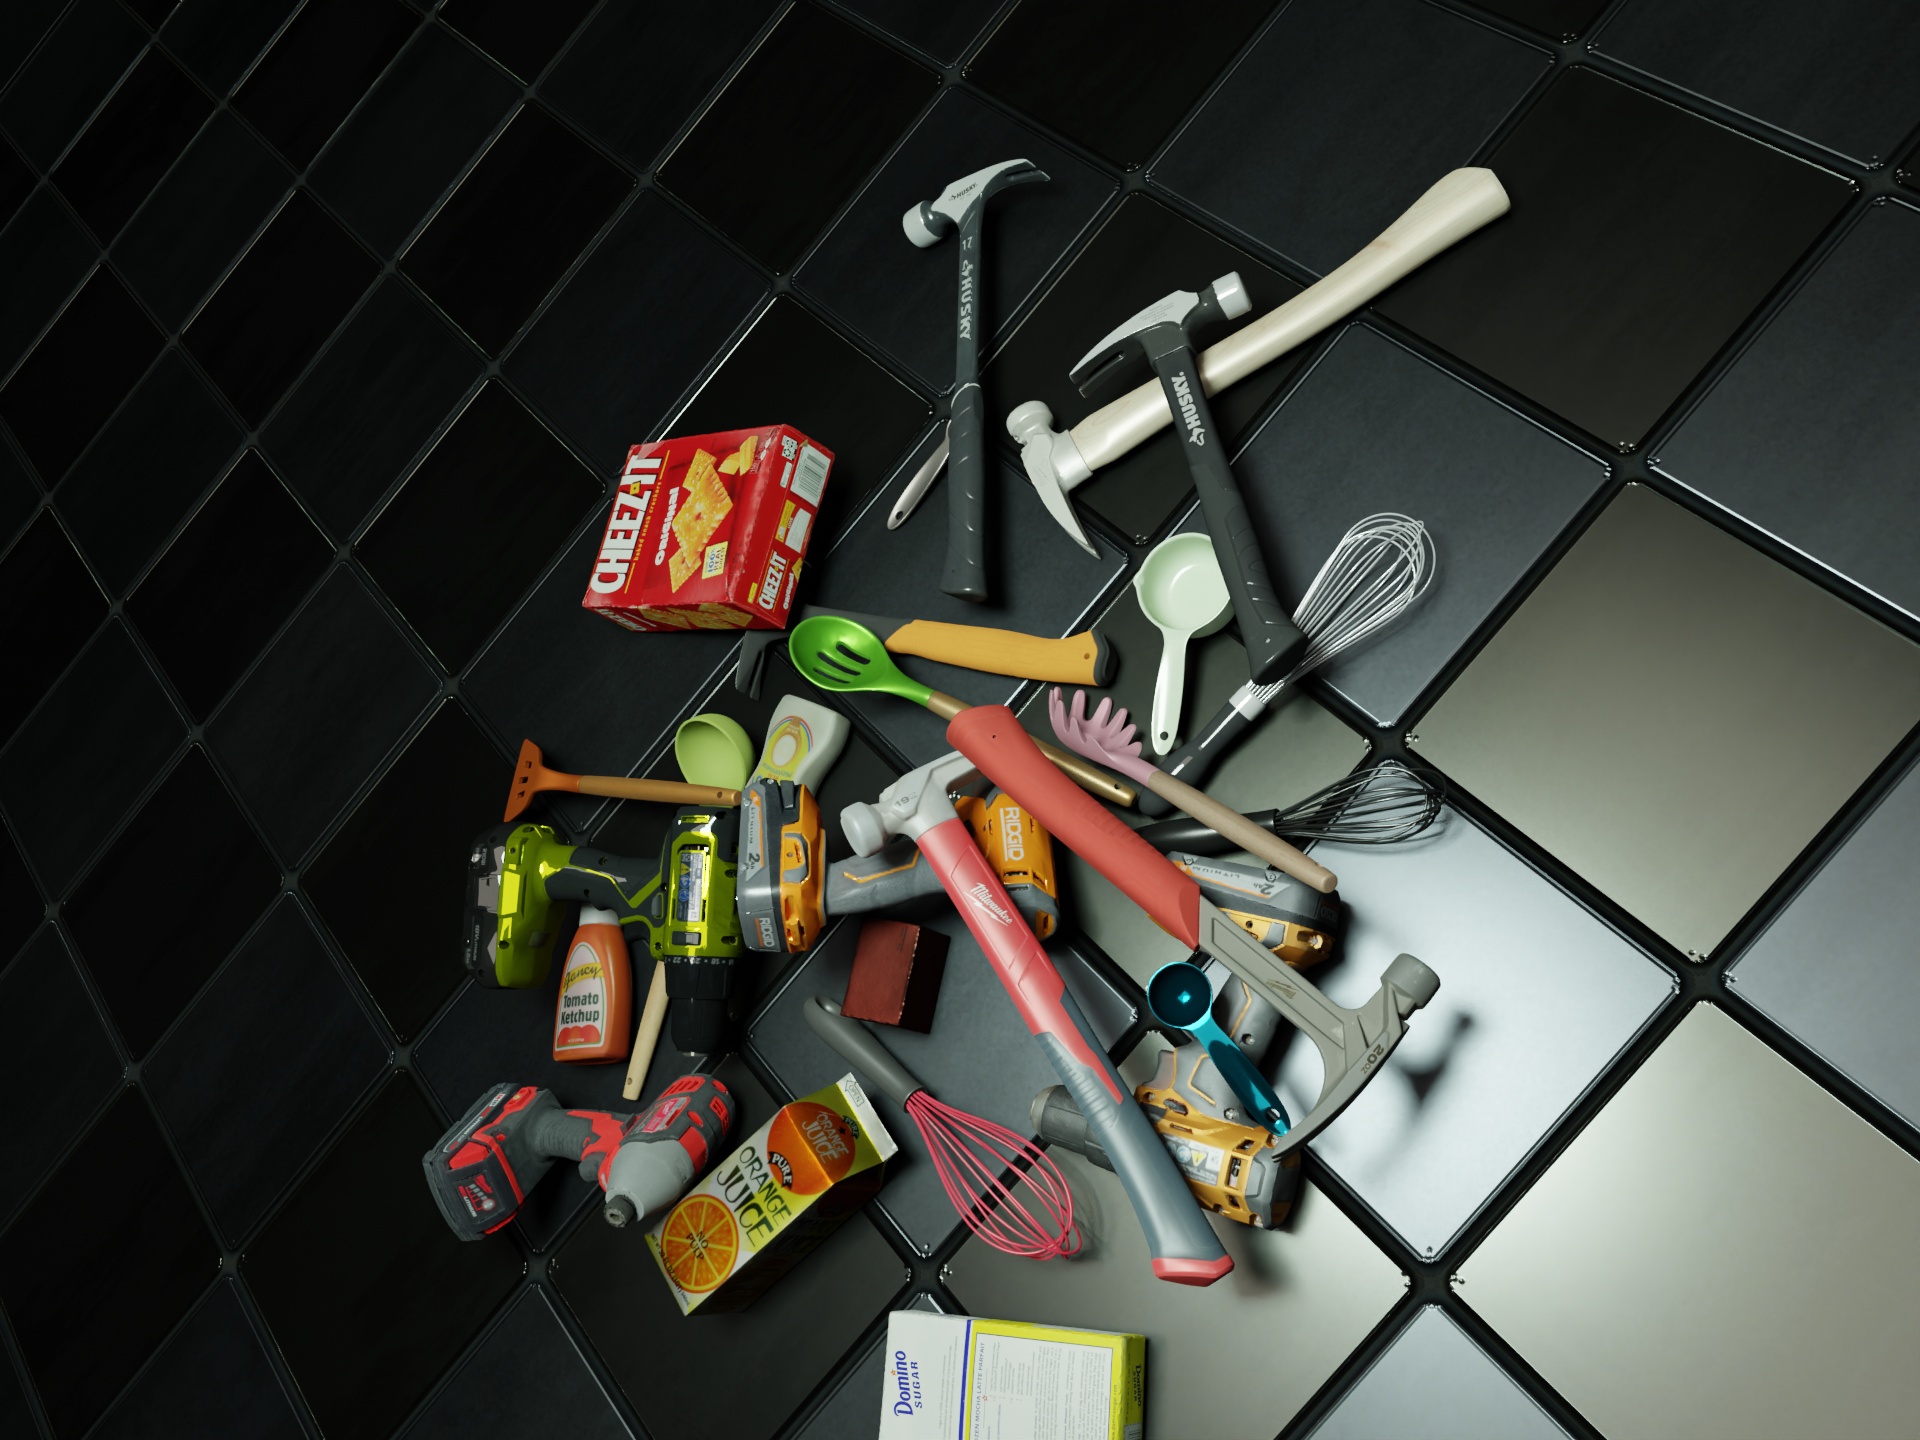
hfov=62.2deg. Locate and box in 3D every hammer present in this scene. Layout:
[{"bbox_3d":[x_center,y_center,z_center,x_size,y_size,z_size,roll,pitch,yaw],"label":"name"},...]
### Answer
[{"bbox_3d":[0.235,-0.285,1.229,0.410,0.038,0.146,-31,62,14],"label":"hammer"},{"bbox_3d":[0.118,0.112,1.024,0.359,0.036,0.149,39,80,26],"label":"hammer"},{"bbox_3d":[0.181,-0.173,1.163,0.146,0.035,0.335,-22,60,18],"label":"hammer"},{"bbox_3d":[-0.032,-0.059,1.287,0.337,0.034,0.127,9,76,30],"label":"hammer"},{"bbox_3d":[0.010,-0.284,1.315,0.149,0.036,0.409,-19,62,40],"label":"hammer"},{"bbox_3d":[0.073,0.184,1.046,0.143,0.038,0.387,-25,65,-16],"label":"hammer"}]

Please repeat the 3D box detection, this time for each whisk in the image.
[{"bbox_3d":[-0.021,0.285,1.144,0.296,0.073,0.073,35,90,38],"label":"whisk"},{"bbox_3d":[0.219,0.069,1.104,0.239,0.055,0.055,-12,67,28],"label":"whisk"},{"bbox_3d":[0.227,-0.035,1.133,0.284,0.070,0.070,-48,58,10],"label":"whisk"}]

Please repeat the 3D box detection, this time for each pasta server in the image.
[{"bbox_3d":[0.151,0.043,1.085,0.316,0.060,0.040,34,113,56],"label":"pasta server"}]

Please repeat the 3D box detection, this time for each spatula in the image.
[{"bbox_3d":[-0.296,0.057,1.348,0.323,0.041,0.081,3,76,38],"label":"spatula"}]

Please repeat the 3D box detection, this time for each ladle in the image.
[{"bbox_3d":[-0.235,0.151,1.306,0.078,0.062,0.320,8,79,35],"label":"ladle"}]

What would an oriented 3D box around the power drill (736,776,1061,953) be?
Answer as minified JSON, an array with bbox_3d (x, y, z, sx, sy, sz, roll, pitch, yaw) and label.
[{"bbox_3d":[-0.045,0.091,1.173,0.226,0.084,0.164,-3,48,-1],"label":"power drill"}]

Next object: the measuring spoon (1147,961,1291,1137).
[{"bbox_3d":[0.167,0.210,1.011,0.042,0.021,0.129,-39,72,5],"label":"measuring spoon"}]

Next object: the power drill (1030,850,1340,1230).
[{"bbox_3d":[0.151,0.207,1.072,0.185,0.084,0.226,9,81,31],"label":"power drill"}]

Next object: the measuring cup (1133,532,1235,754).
[{"bbox_3d":[0.167,-0.054,1.184,0.083,0.038,0.167,5,82,30],"label":"measuring cup"}]

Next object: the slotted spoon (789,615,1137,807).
[{"bbox_3d":[-0.002,-0.004,1.218,0.314,0.031,0.070,26,56,25],"label":"slotted spoon"}]

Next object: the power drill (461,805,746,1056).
[{"bbox_3d":[-0.275,0.164,1.262,0.228,0.080,0.191,0,81,18],"label":"power drill"}]

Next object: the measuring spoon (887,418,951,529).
[{"bbox_3d":[-0.021,-0.210,1.351,0.124,0.018,0.034,-52,50,10],"label":"measuring spoon"}]

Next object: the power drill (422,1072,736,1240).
[{"bbox_3d":[-0.293,0.337,1.220,0.220,0.143,0.078,-10,110,25],"label":"power drill"}]
